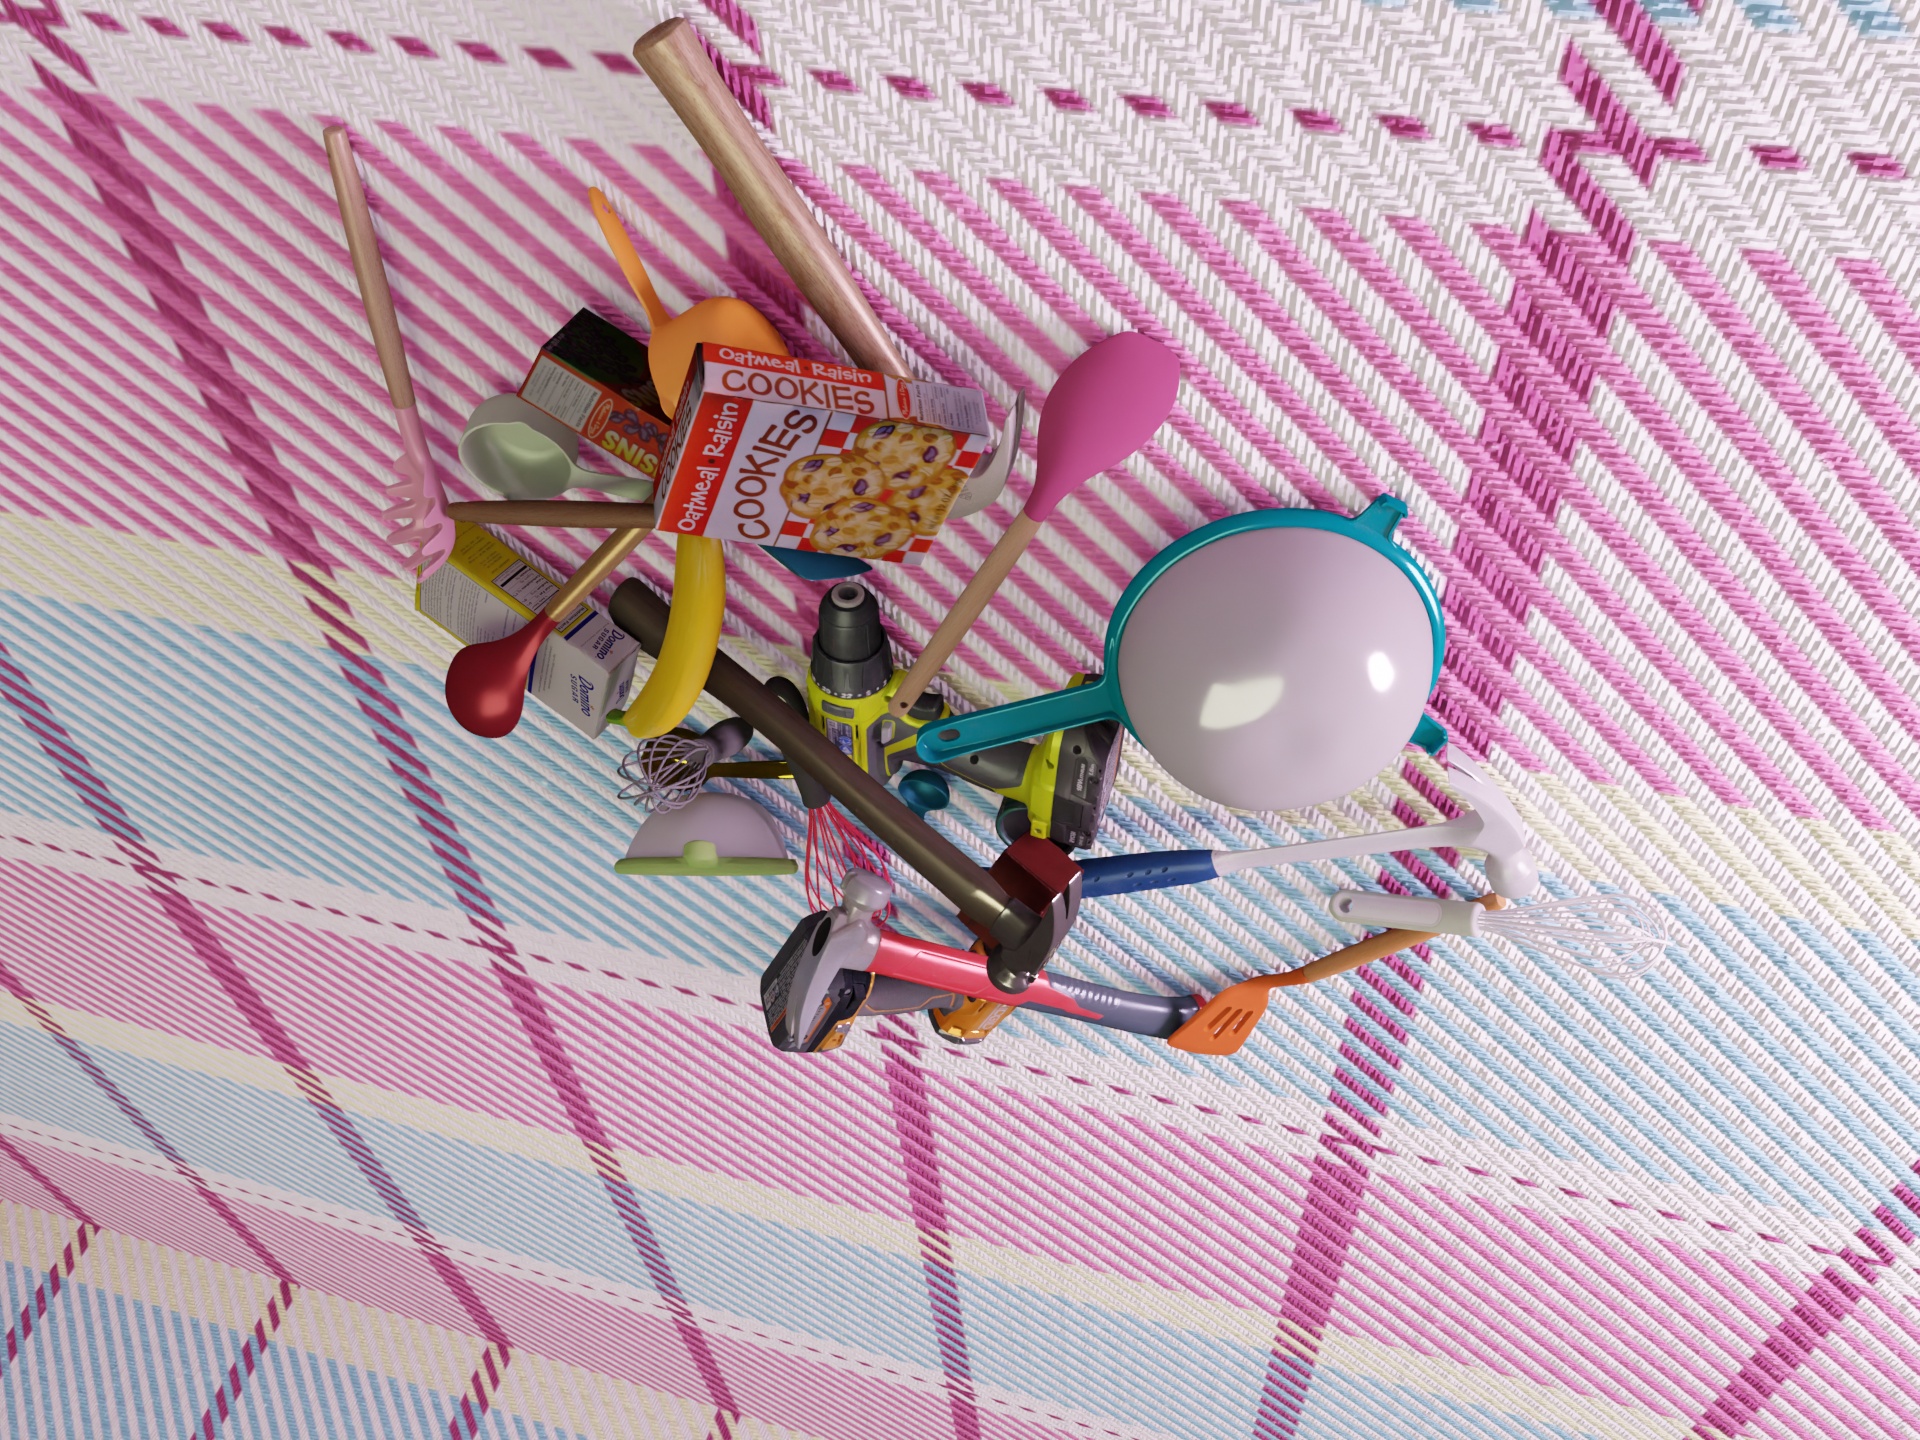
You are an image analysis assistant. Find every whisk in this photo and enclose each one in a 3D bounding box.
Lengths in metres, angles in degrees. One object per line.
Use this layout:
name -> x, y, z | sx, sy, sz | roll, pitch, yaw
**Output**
whisk -> 0.376, 0.143, 1.131 | 0.246, 0.058, 0.059 | 2, 169, 39
whisk -> -0.112, 0.076, 1.280 | 0.073, 0.073, 0.295 | 5, 136, 19
whisk -> -0.192, 0.026, 1.155 | 0.055, 0.239, 0.055 | 1, 99, 8

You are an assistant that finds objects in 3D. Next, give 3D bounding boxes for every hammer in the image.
hammer -> -0.090, 0.028, 1.122 | 0.411, 0.038, 0.146 | 39, 147, 11
hammer -> 0.195, 0.098, 1.154 | 0.405, 0.035, 0.143 | -10, 136, 26
hammer -> -0.072, -0.247, 0.912 | 0.130, 0.031, 0.331 | -11, 131, 34
hammer -> 0.047, 0.229, 1.286 | 0.386, 0.038, 0.143 | 19, 102, -30

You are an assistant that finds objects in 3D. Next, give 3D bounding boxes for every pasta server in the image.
pasta server -> -0.377, -0.229, 1.041 | 0.060, 0.040, 0.316 | 37, 143, 33

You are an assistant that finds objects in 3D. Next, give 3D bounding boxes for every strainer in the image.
strainer -> -0.204, 0.087, 1.268 | 0.151, 0.069, 0.256 | 1, 172, -7
strainer -> 0.133, -0.001, 0.978 | 0.340, 0.095, 0.210 | -14, 125, 12

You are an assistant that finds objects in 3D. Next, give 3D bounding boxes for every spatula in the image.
spatula -> 0.297, 0.202, 1.260 | 0.081, 0.041, 0.322 | 17, 146, -34
spatula -> -0.212, -0.123, 1.038 | 0.317, 0.082, 0.044 | 5, 103, 25

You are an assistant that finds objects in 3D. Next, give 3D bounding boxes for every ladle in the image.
ladle -> -0.267, -0.089, 1.107 | 0.315, 0.031, 0.069 | -40, 89, 25

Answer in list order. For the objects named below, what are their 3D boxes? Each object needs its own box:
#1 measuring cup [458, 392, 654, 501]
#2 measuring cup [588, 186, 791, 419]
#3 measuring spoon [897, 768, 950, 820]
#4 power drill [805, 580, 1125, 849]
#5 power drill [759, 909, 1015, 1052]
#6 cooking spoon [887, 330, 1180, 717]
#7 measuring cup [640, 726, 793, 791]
measuring cup -> -0.252, -0.177, 1.078 | 0.167, 0.038, 0.083 | 11, 146, -14
measuring cup -> -0.155, -0.242, 0.931 | 0.052, 0.095, 0.173 | -21, 106, 27
measuring spoon -> -0.035, 0.070, 1.281 | 0.042, 0.021, 0.128 | 22, 150, -2
power drill -> -0.002, -0.004, 1.129 | 0.228, 0.080, 0.190 | 15, 141, 11
power drill -> -0.031, 0.207, 1.326 | 0.226, 0.084, 0.185 | 5, 139, -31
cooking spoon -> 0.033, -0.109, 0.983 | 0.068, 0.017, 0.318 | 23, 129, -18
measuring cup -> -0.182, 0.030, 1.296 | 0.156, 0.029, 0.062 | 1, 140, 6
